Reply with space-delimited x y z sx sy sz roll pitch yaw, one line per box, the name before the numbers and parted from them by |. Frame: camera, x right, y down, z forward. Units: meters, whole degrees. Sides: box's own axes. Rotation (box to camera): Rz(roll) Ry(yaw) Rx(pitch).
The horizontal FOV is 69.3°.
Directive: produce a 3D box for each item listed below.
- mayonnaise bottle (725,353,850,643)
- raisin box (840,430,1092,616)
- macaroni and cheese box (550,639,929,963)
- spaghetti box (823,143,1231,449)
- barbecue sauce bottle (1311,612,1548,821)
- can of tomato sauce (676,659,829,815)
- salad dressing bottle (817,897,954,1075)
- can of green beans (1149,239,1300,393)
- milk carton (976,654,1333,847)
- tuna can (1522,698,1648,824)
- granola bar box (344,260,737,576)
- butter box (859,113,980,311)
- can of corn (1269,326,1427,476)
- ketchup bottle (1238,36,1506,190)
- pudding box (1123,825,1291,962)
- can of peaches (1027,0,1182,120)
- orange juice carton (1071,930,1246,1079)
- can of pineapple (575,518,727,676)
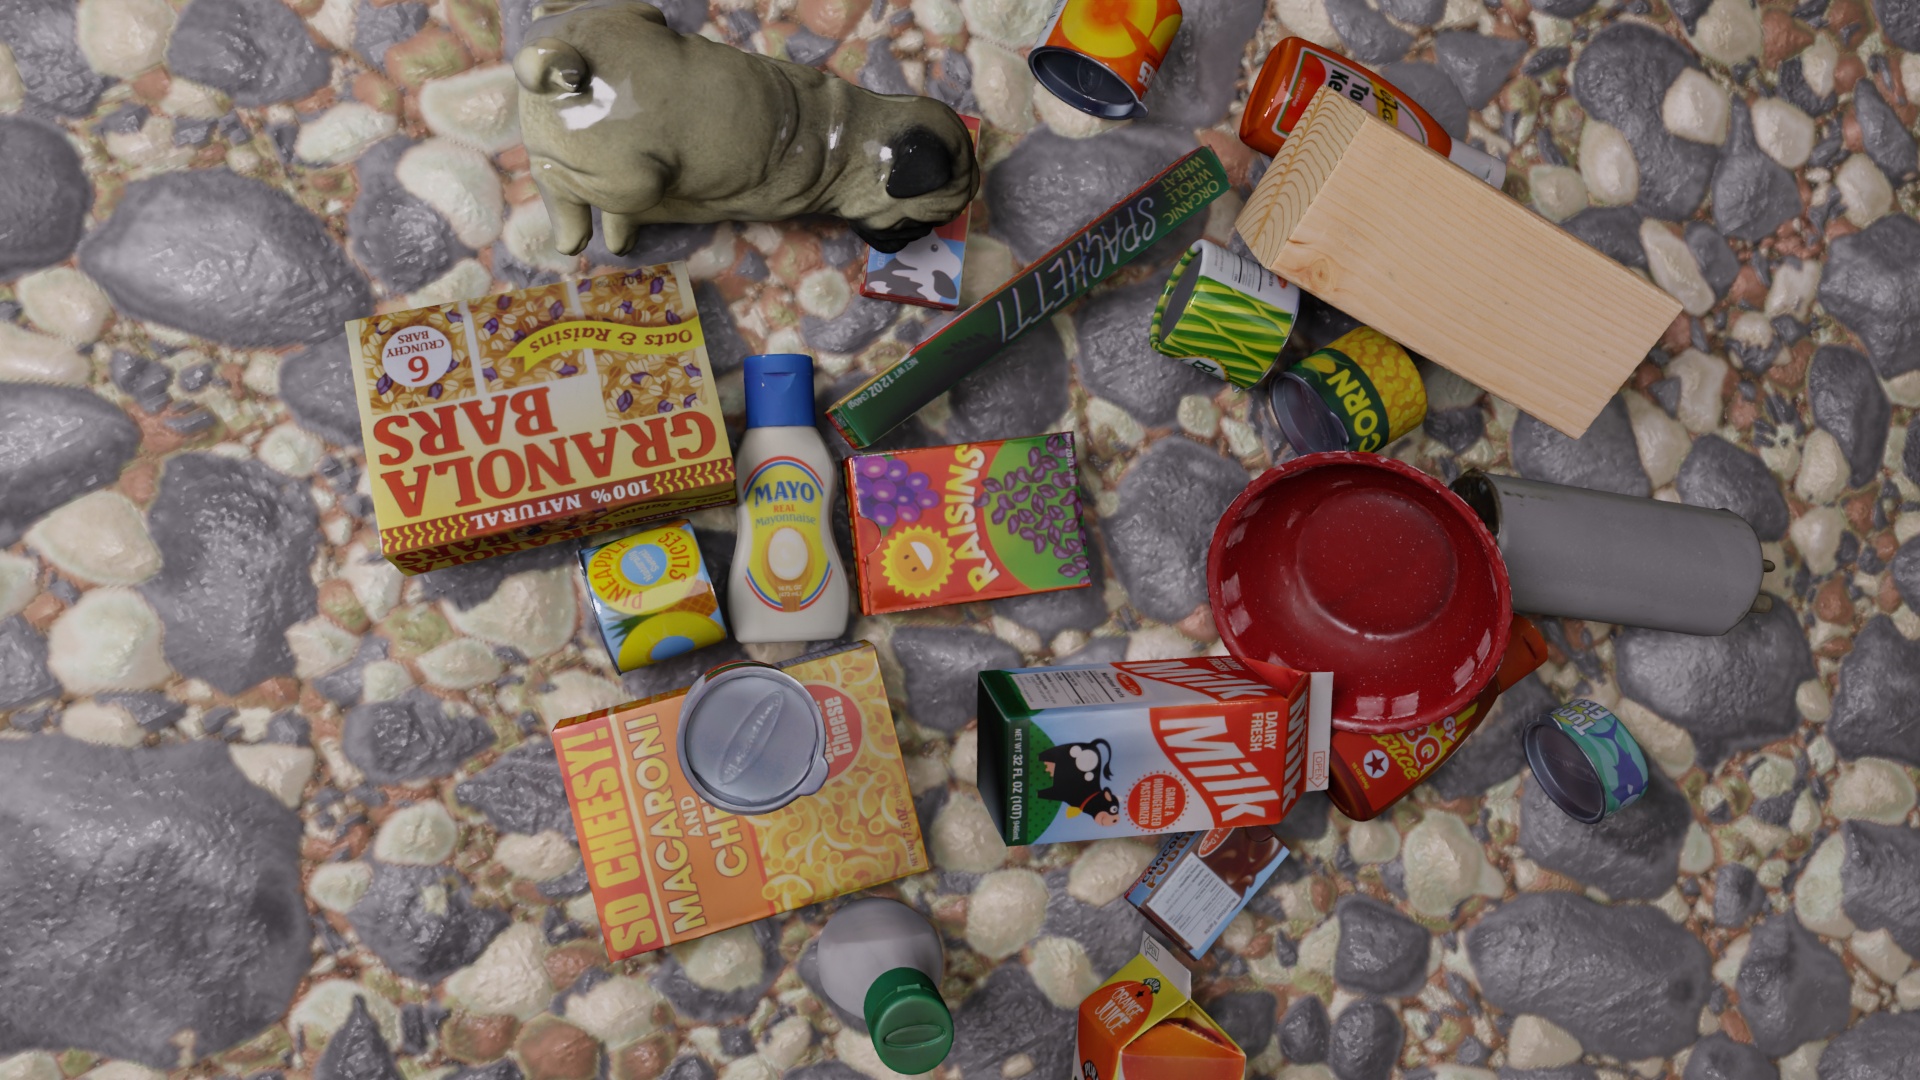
mayonnaise bottle | -0.092 -0.022 0.724 0.065 0.041 0.148 -3 91 -7
raisin box | 0.003 -0.009 0.745 0.123 0.040 0.086 -7 93 -11
macaroni and cheese box | -0.113 0.132 0.721 0.167 0.040 0.123 -14 92 -12
spaghetti box | 0.037 -0.131 0.746 0.250 0.050 0.028 -36 99 -9
barbecue sauce bottle | 0.268 0.095 0.797 0.149 0.043 0.065 -33 96 -10
can of tomato sauce | -0.099 0.091 0.660 0.071 0.083 0.071 0 88 -11
salad dressing bottle | -0.035 0.216 0.682 0.064 0.147 0.044 -4 92 -11
can of green beans | 0.143 -0.123 0.759 0.058 0.071 0.071 21 86 -10
milk carton | 0.109 0.108 0.742 0.191 0.073 0.072 -3 105 -11
tuna can | 0.361 0.125 0.804 0.033 0.071 0.071 -24 95 -11
granola bar box | -0.204 -0.062 0.685 0.166 0.039 0.124 -13 74 -11
butter box | -0.021 -0.179 0.746 0.053 0.024 0.103 7 89 -12
can of corn | 0.217 -0.078 0.772 0.058 0.071 0.071 -30 96 -10
ketchup bottle | 0.236 -0.228 0.789 0.149 0.043 0.064 20 93 -11
pudding box | 0.138 0.186 0.778 0.049 0.030 0.084 43 82 -8
can of peaches | 0.080 -0.268 0.745 0.071 0.071 0.058 27 85 -11
orange juice carton | 0.102 0.317 0.749 0.073 0.072 0.192 6 89 -12
can of pineapple | -0.154 0.027 0.697 0.058 0.071 0.071 -18 94 -12
